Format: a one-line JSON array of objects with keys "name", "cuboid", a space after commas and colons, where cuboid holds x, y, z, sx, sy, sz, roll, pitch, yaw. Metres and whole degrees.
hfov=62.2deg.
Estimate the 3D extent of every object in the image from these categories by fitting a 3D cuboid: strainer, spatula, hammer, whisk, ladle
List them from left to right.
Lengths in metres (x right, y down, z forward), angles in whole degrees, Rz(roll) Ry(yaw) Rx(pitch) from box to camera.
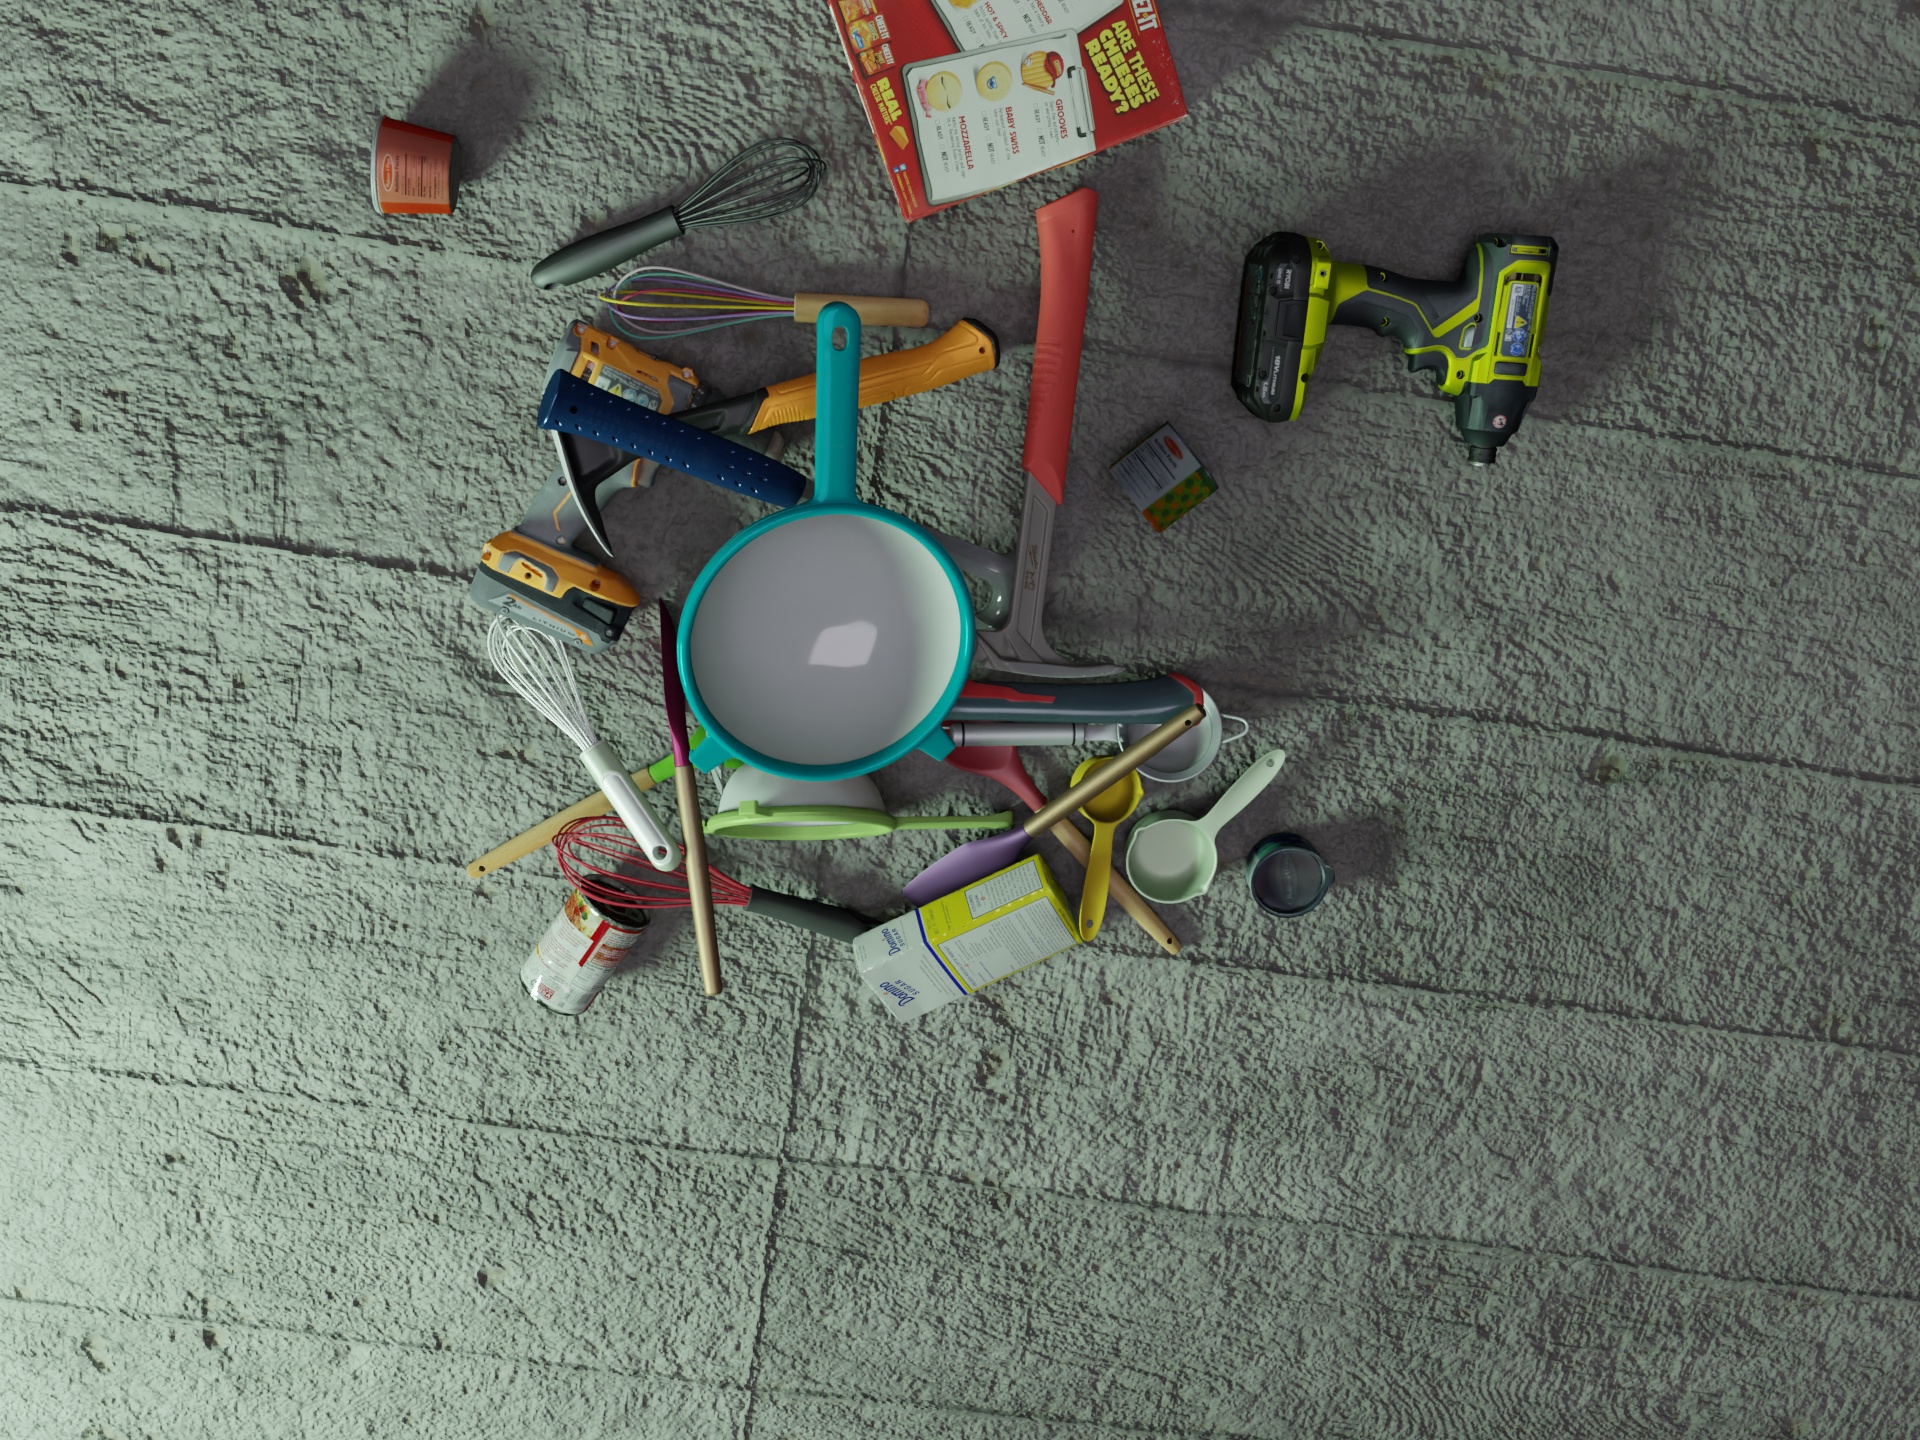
[{"name": "whisk", "cuboid": [-0.296, 0.016, 1.259, 0.058, 0.059, 0.246, -34, 90, 5]}, {"name": "whisk", "cuboid": [-0.210, -0.368, 1.172, 0.239, 0.055, 0.055, -20, 107, 9]}, {"name": "whisk", "cuboid": [-0.195, 0.142, 1.320, 0.295, 0.073, 0.073, 18, 107, -16]}, {"name": "whisk", "cuboid": [-0.146, -0.309, 1.191, 0.245, 0.047, 0.051, 1, 85, -6]}, {"name": "hammer", "cuboid": [-0.128, -0.228, 1.180, 0.337, 0.034, 0.127, -18, 108, -11]}, {"name": "hammer", "cuboid": [-0.107, -0.170, 1.169, 0.405, 0.035, 0.144, 18, 107, -30]}, {"name": "strainer", "cuboid": [-0.097, -0.127, 1.121, 0.211, 0.095, 0.340, -3, 114, -14]}, {"name": "strainer", "cuboid": [-0.078, 0.057, 1.292, 0.256, 0.151, 0.069, 1, 80, -21]}, {"name": "hammer", "cuboid": [-0.002, -0.004, 1.231, 0.386, 0.143, 0.038, 2, 141, -5]}, {"name": "spatula", "cuboid": [0.076, 0.077, 1.291, 0.059, 0.018, 0.316, 41, 120, -18]}, {"name": "hammer", "cuboid": [0.074, -0.212, 1.193, 0.149, 0.037, 0.359, 5, 95, -22]}, {"name": "ladle", "cuboid": [0.085, 0.088, 1.331, 0.069, 0.031, 0.315, -44, 106, -5]}, {"name": "strainer", "cuboid": [0.102, 0.009, 1.286, 0.258, 0.050, 0.087, -1, 82, -7]}]

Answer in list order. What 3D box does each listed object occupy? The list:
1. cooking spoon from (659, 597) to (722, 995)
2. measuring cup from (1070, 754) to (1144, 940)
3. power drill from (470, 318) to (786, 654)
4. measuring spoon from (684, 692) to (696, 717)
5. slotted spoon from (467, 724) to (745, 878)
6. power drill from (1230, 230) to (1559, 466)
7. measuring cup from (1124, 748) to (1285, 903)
[{"name": "cooking spoon", "cuboid": [-0.216, 0.061, 1.263, 0.017, 0.069, 0.319, -7, 93, -7]}, {"name": "measuring cup", "cuboid": [0.112, 0.104, 1.321, 0.062, 0.029, 0.156, 5, 98, -19]}, {"name": "power drill", "cuboid": [-0.255, -0.167, 1.219, 0.185, 0.084, 0.226, 24, 101, -13]}, {"name": "measuring spoon", "cuboid": [-0.203, -0.061, 1.273, 0.034, 0.018, 0.124, 11, 98, 19]}, {"name": "slotted spoon", "cuboid": [-0.275, 0.058, 1.316, 0.314, 0.031, 0.070, -27, 106, 9]}, {"name": "power drill", "cuboid": [0.325, -0.281, 1.194, 0.223, 0.080, 0.171, 2, 108, -5]}, {"name": "measuring cup", "cuboid": [0.206, 0.080, 1.326, 0.083, 0.038, 0.167, 42, 100, -13]}]
